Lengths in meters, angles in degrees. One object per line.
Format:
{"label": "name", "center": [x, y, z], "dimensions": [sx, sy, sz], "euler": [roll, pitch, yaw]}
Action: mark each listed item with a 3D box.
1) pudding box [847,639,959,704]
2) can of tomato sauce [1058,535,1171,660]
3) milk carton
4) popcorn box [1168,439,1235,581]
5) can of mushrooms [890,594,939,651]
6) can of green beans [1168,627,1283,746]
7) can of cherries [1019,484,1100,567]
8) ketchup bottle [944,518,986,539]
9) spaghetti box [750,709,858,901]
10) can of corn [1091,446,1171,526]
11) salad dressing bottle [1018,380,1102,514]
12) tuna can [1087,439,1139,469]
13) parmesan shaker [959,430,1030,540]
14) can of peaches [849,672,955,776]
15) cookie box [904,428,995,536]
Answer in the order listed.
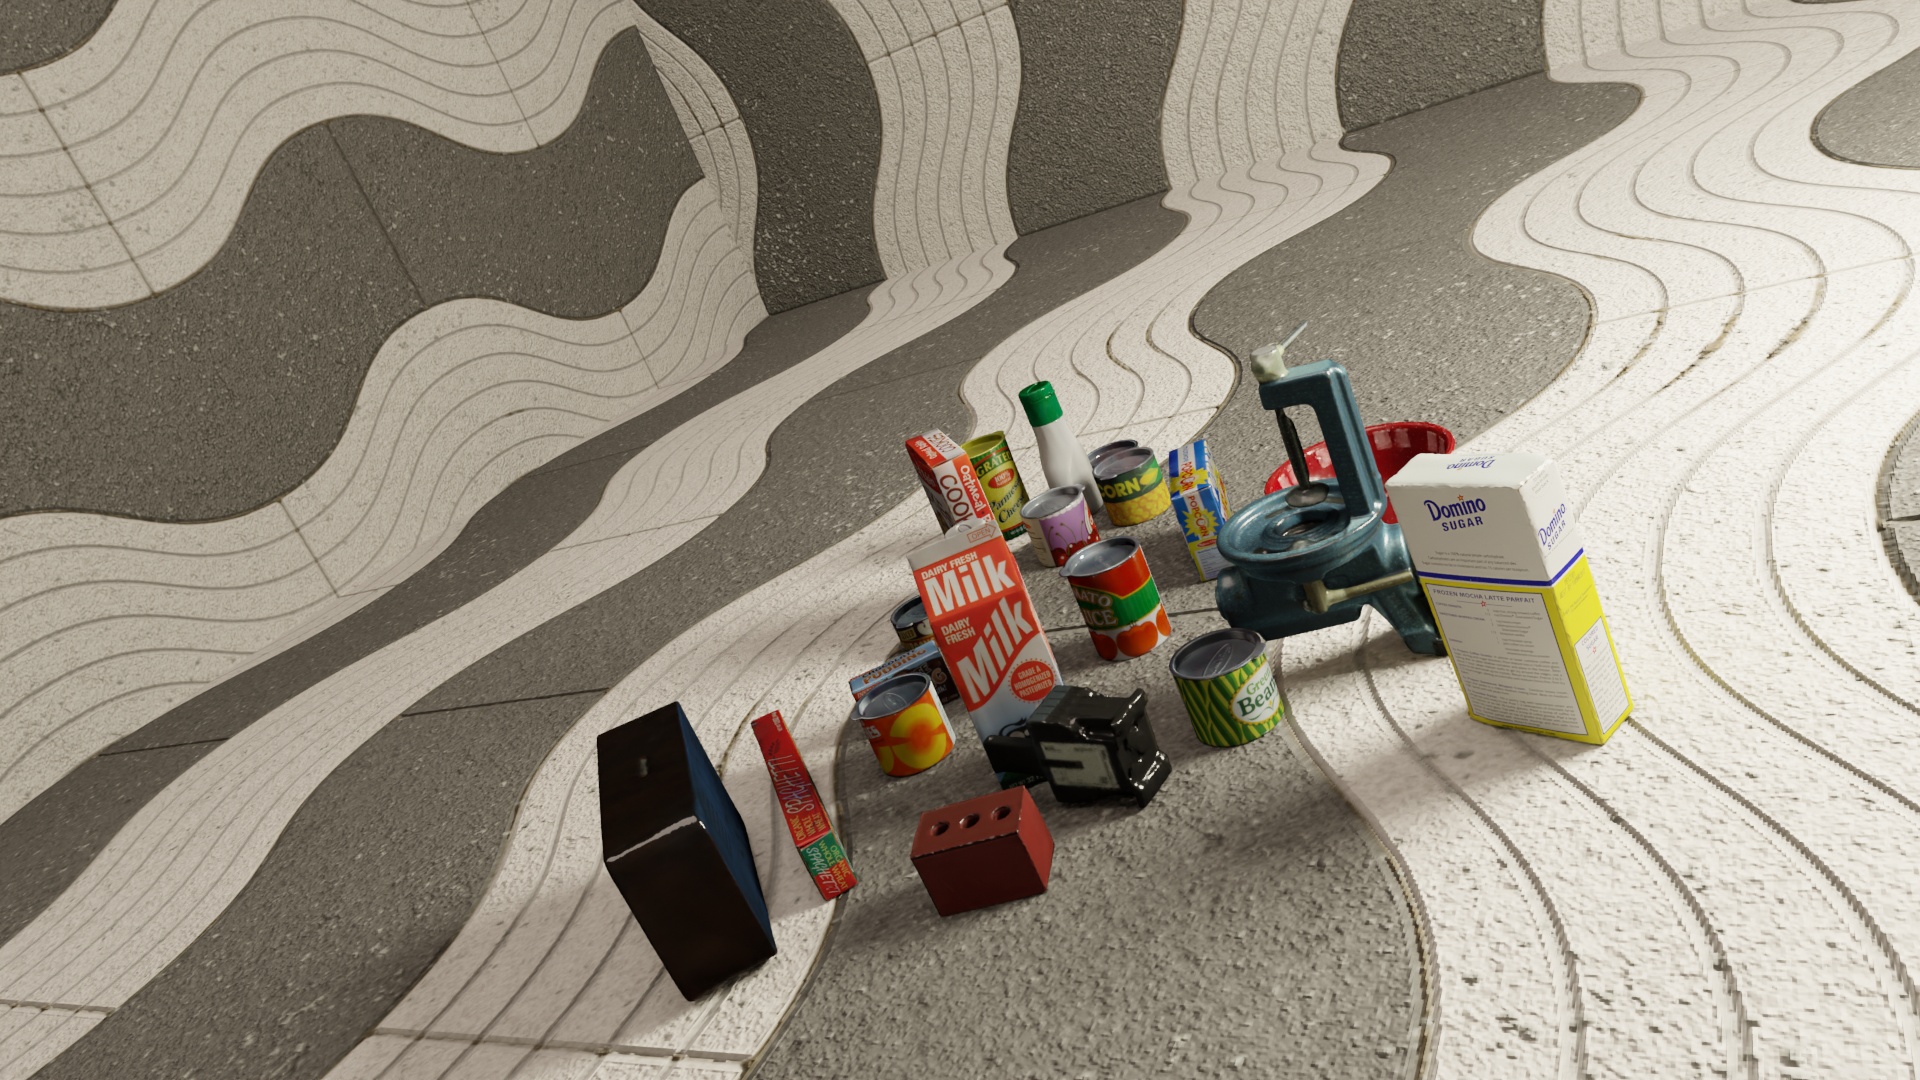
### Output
{"label": "pudding box", "center": [-0.048, 0.126, 1.192], "dimensions": [0.084, 0.049, 0.030], "euler": [-25, 19, -4]}
{"label": "can of tomato sauce", "center": [0.128, 0.049, 1.146], "dimensions": [0.071, 0.083, 0.071], "euler": [-21, 19, 8]}
{"label": "milk carton", "center": [0.028, 0.080, 1.012], "dimensions": [0.072, 0.190, 0.074], "euler": [-22, 19, 3]}
{"label": "popcorn box", "center": [0.218, -0.029, 1.246], "dimensions": [0.038, 0.085, 0.127], "euler": [-18, 19, 15]}
{"label": "can of mushrooms", "center": [-0.032, 0.078, 1.328], "dimensions": [0.071, 0.033, 0.071], "euler": [-21, 19, 8]}
{"label": "can of green beans", "center": [0.187, 0.103, 0.973], "dimensions": [0.071, 0.057, 0.071], "euler": [-21, 19, 8]}
{"label": "can of cherries", "center": [0.102, -0.015, 1.384], "dimensions": [0.071, 0.058, 0.072], "euler": [-21, 19, 8]}
{"label": "ketchup bottle", "center": [0.032, 0.054, 1.142], "dimensions": [0.043, 0.148, 0.065], "euler": [-28, 19, -12]}
{"label": "spaghetti box", "center": [-0.126, 0.200, 1.084], "dimensions": [0.029, 0.050, 0.250], "euler": [-26, 19, -9]}
{"label": "can of corn", "center": [0.172, -0.053, 1.405], "dimensions": [0.071, 0.058, 0.071], "euler": [-21, 19, 8]}
{"label": "salad dressing bottle", "center": [0.104, -0.095, 1.458], "dimensions": [0.044, 0.147, 0.064], "euler": [-11, 22, 32]}
{"label": "tuna can", "center": [0.169, -0.081, 1.523], "dimensions": [0.071, 0.032, 0.071], "euler": [-21, 19, 8]}
{"label": "parmesan shaker", "center": [0.038, -0.058, 1.502], "dimensions": [0.071, 0.102, 0.071], "euler": [-21, 19, 8]}
{"label": "can of peaches", "center": [-0.046, 0.149, 1.116], "dimensions": [0.071, 0.058, 0.071], "euler": [-21, 19, 8]}
{"label": "cookie box", "center": [0.005, -0.017, 1.332], "dimensions": [0.040, 0.167, 0.123], "euler": [-26, 19, -6]}
